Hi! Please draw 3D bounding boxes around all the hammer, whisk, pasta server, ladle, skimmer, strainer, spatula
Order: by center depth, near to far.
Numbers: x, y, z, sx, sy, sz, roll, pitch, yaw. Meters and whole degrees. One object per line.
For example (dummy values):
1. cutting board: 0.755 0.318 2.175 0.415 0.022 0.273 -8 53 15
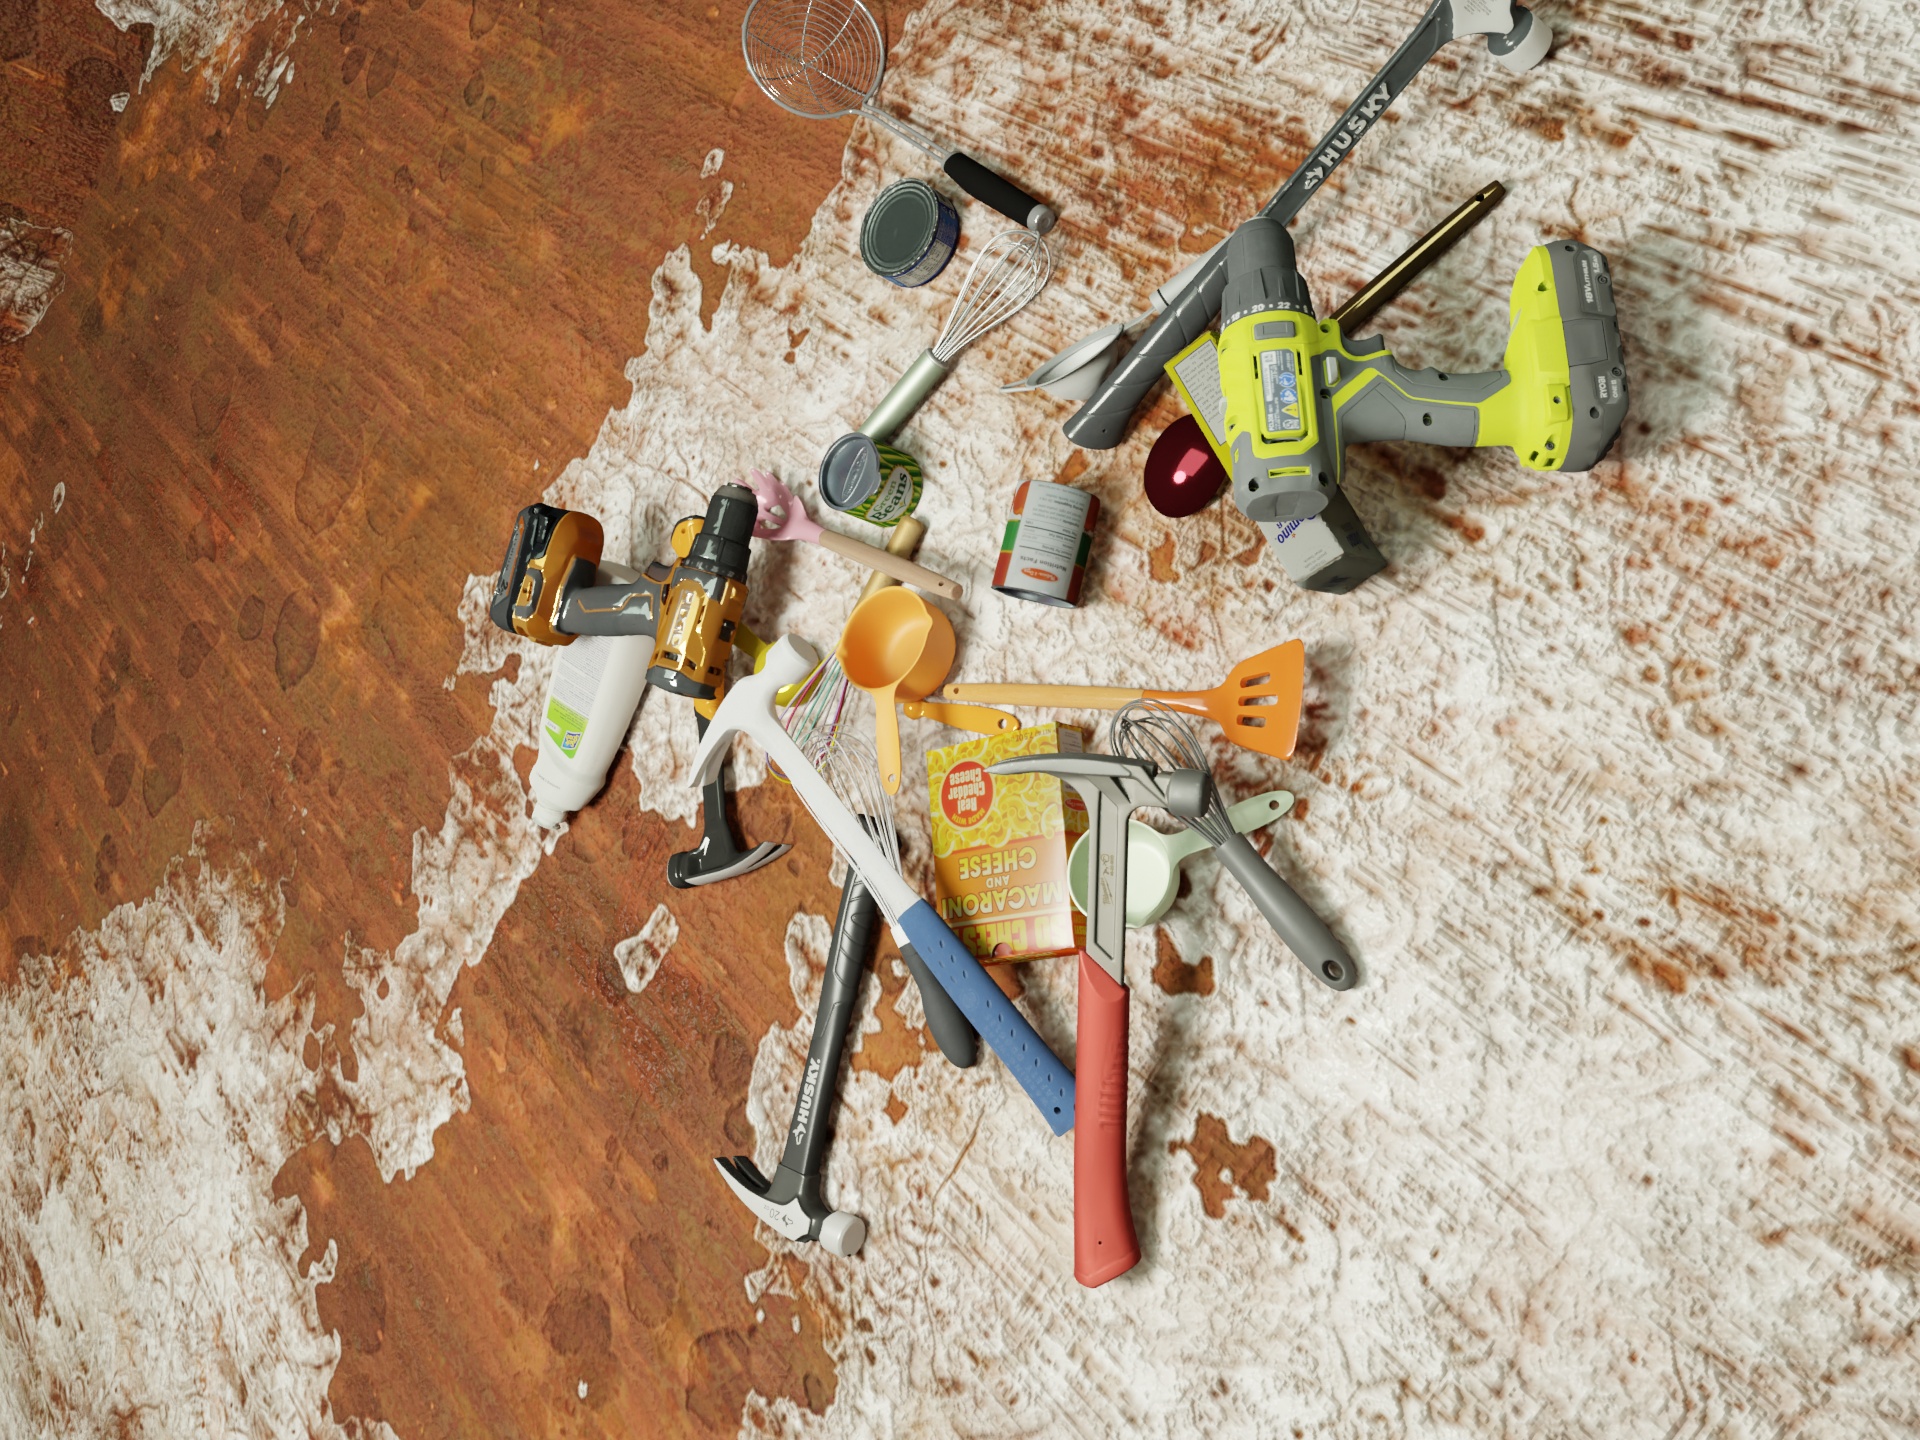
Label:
1. whisk: 0.180 0.080 1.050 0.055 0.055 0.239 -45 72 22
2. hammer: 0.086 0.201 1.062 0.149 0.036 0.359 4 99 21
3. hammer: 0.207 -0.341 1.093 0.409 0.149 0.036 -47 40 29
4. ladle: 0.243 -0.255 1.100 0.315 0.031 0.069 -40 61 23
5. spatula: 0.109 -0.018 1.147 0.323 0.041 0.081 3 84 39
6. hammer: -0.047 0.132 1.160 0.144 0.035 0.406 -45 76 22
7. strainer: 0.143 -0.303 1.177 0.258 0.050 0.087 -34 18 22
8. whisk: -0.054 0.133 1.213 0.070 0.070 0.285 -31 78 30
9. hammer: -0.106 0.240 1.269 0.146 0.035 0.335 11 88 38
10. whisk: -0.014 -0.303 1.301 0.246 0.057 0.059 -45 27 26
11. pasta server: -0.102 -0.148 1.313 0.316 0.040 0.060 27 84 48
12. whisk: -0.091 -0.057 1.317 0.047 0.051 0.245 30 96 17
13. skimmer: -0.049 -0.518 1.338 0.127 0.090 0.364 -37 56 -14
14. hammer: -0.219 -0.027 1.409 0.127 0.034 0.337 -19 70 35

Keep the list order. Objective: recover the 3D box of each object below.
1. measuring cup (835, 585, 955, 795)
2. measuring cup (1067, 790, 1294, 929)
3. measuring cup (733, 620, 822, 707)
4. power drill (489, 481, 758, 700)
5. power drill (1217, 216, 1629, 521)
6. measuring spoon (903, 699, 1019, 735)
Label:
1. measuring cup: -0.044 -0.018 1.249 0.095 0.052 0.174 -17 65 30
2. measuring cup: 0.155 0.090 1.100 0.167 0.038 0.083 -26 68 13
3. measuring cup: -0.185 -0.069 1.368 0.157 0.029 0.062 36 91 21
4. power drill: -0.282 -0.130 1.380 0.226 0.084 0.185 16 88 25
5. power drill: 0.271 -0.225 0.970 0.228 0.080 0.191 -4 75 6
6. measuring spoon: -0.002 -0.004 1.249 0.117 0.011 0.021 11 88 39
